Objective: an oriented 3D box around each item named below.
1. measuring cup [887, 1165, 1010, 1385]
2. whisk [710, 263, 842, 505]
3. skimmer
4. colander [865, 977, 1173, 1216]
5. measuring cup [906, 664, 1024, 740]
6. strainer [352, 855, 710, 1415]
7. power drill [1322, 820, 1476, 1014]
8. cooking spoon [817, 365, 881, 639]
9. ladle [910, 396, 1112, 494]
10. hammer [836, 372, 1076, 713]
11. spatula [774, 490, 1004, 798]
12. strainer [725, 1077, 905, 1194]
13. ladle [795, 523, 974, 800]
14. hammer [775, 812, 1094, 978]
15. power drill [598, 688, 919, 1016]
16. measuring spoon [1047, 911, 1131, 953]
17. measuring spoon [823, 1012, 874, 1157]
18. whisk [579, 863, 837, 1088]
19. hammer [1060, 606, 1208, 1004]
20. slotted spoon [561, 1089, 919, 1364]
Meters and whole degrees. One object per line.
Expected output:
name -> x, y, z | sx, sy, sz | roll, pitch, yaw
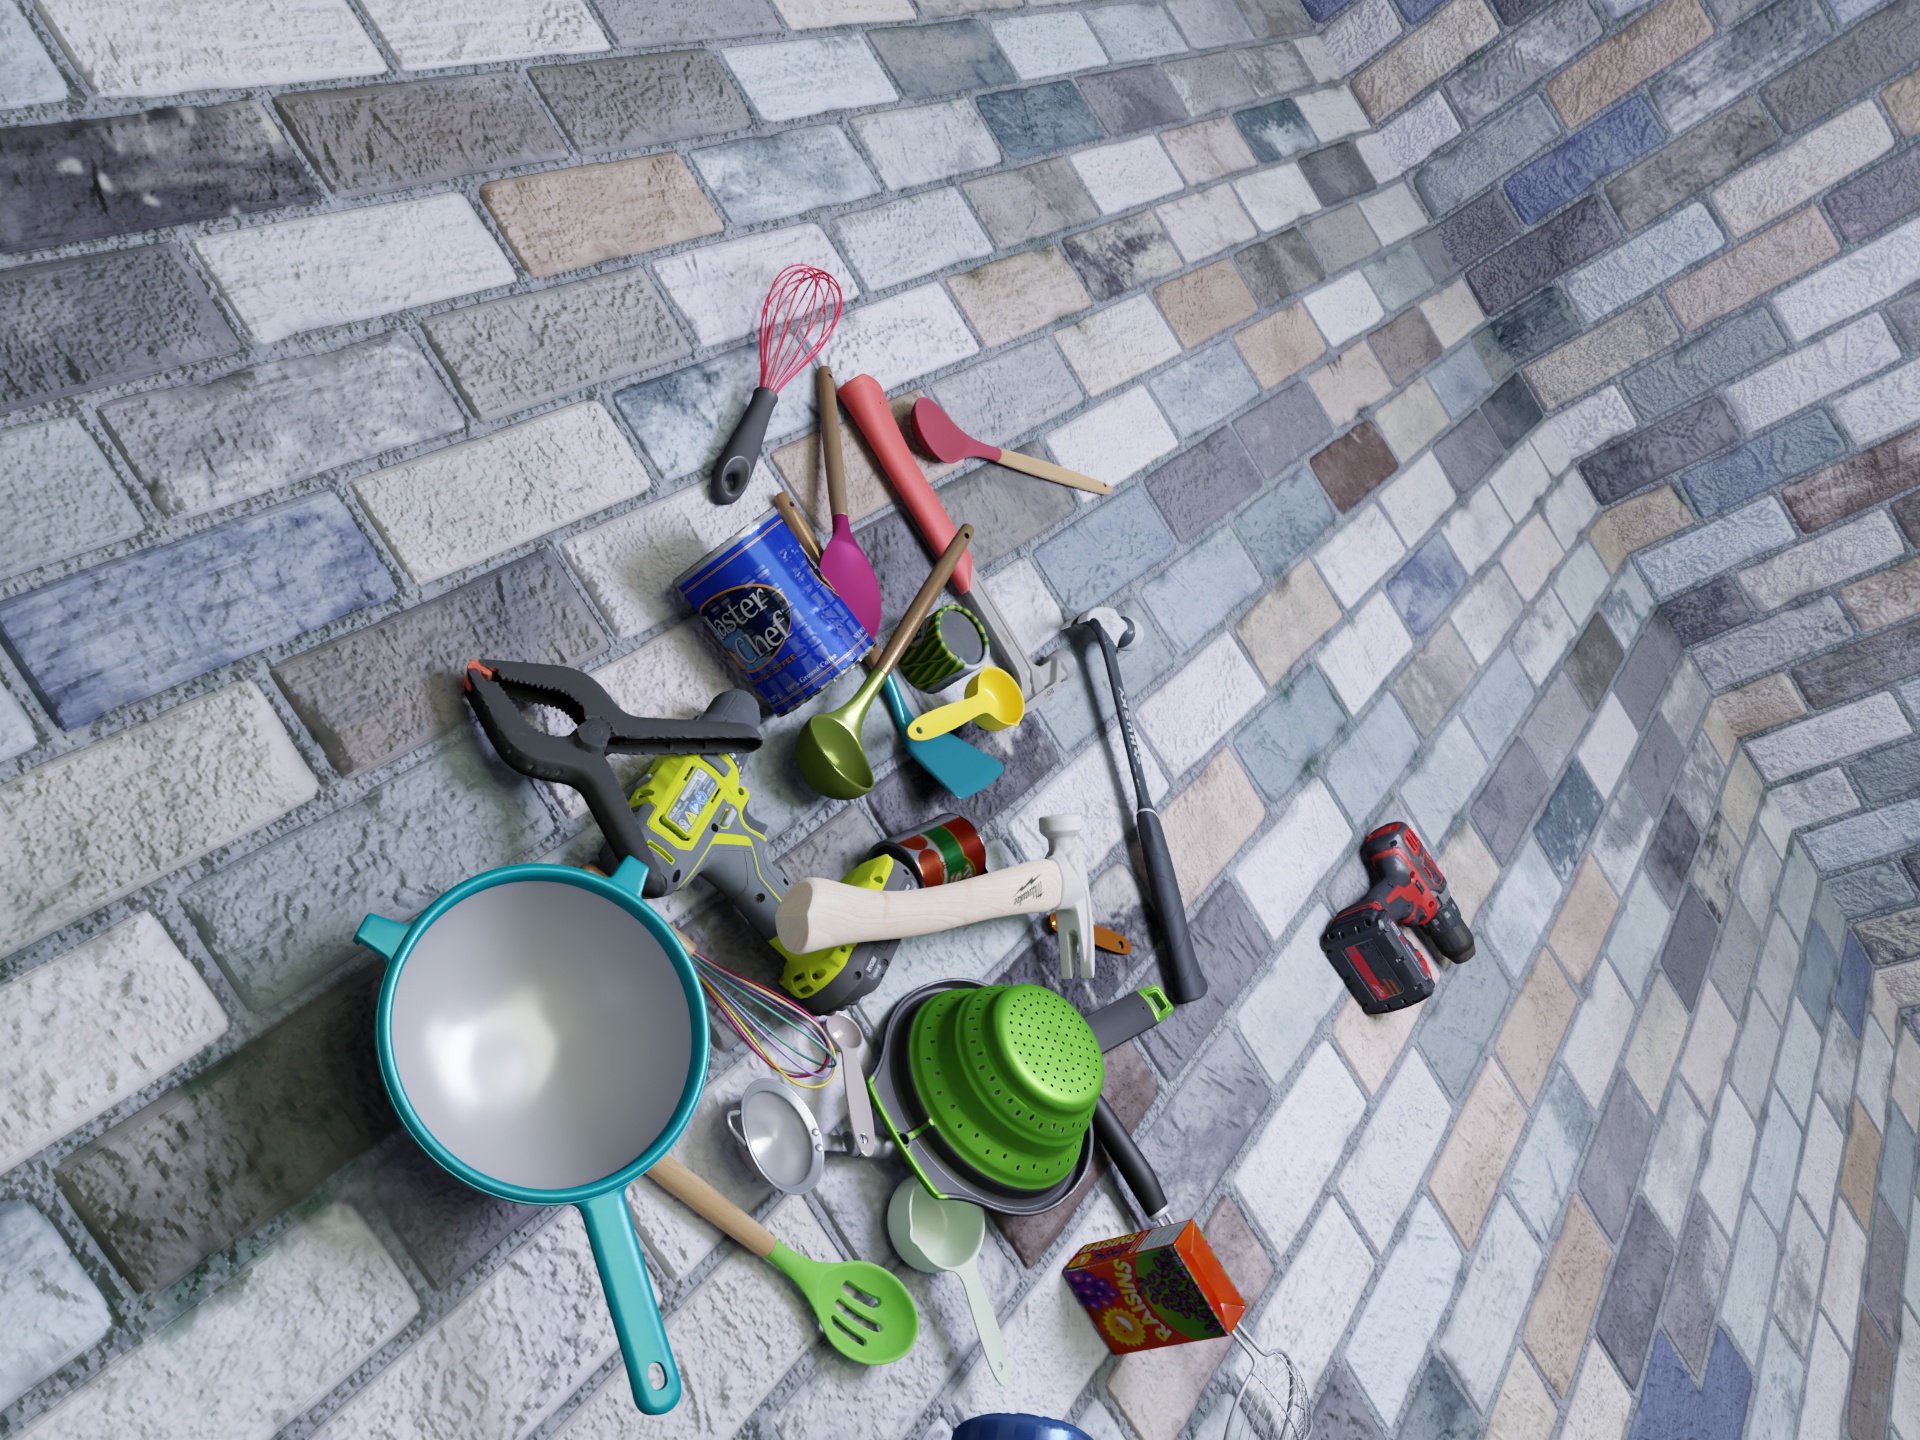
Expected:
measuring cup -> -0.005, 0.422, 1.203 | 0.083, 0.038, 0.168 | -13, 80, -49
whisk -> -0.171, -0.308, 1.439 | 0.073, 0.073, 0.296 | 35, 53, -27
skimmer -> 0.185, 0.487, 1.367 | 0.127, 0.090, 0.363 | -19, 72, -50
colander -> 0.094, 0.266, 1.323 | 0.397, 0.094, 0.205 | -12, 63, -53
measuring cup -> -0.002, -0.004, 1.401 | 0.156, 0.029, 0.062 | -23, 83, -47
strainer -> -0.251, 0.262, 0.993 | 0.211, 0.095, 0.340 | -11, 75, -40
power drill -> 0.510, 0.240, 1.809 | 0.188, 0.080, 0.227 | 55, 38, -7
cooking spoon -> -0.111, -0.202, 1.442 | 0.068, 0.017, 0.319 | 20, 49, -37
ladle -> 0.057, -0.276, 1.675 | 0.315, 0.031, 0.069 | 9, 65, -45
hammer -> -0.018, -0.167, 1.528 | 0.149, 0.036, 0.359 | -35, 95, -50
spatula -> -0.073, -0.070, 1.409 | 0.082, 0.044, 0.317 | -31, 90, -53
strainer -> -0.088, 0.315, 1.177 | 0.258, 0.050, 0.087 | 20, 43, -44
ladle -> -0.051, -0.061, 1.365 | 0.078, 0.062, 0.320 | 45, 54, -23
hammer -> -0.004, 0.154, 1.247 | 0.410, 0.038, 0.146 | 1, 82, -58
power drill -> -0.144, 0.098, 1.216 | 0.228, 0.080, 0.191 | 42, 45, -17
measuring spoon -> 0.120, 0.200, 1.481 | 0.116, 0.011, 0.021 | 24, 52, -40
measuring spoon -> -0.084, 0.275, 1.196 | 0.034, 0.018, 0.124 | 22, 35, -34
whisk -> -0.182, 0.186, 1.150 | 0.245, 0.051, 0.047 | 41, 71, -15
hammer -> 0.181, 0.077, 1.575 | 0.149, 0.036, 0.409 | 16, 59, -59
slotted spoon -> -0.151, 0.349, 1.103 | 0.313, 0.031, 0.070 | 42, 44, -18
